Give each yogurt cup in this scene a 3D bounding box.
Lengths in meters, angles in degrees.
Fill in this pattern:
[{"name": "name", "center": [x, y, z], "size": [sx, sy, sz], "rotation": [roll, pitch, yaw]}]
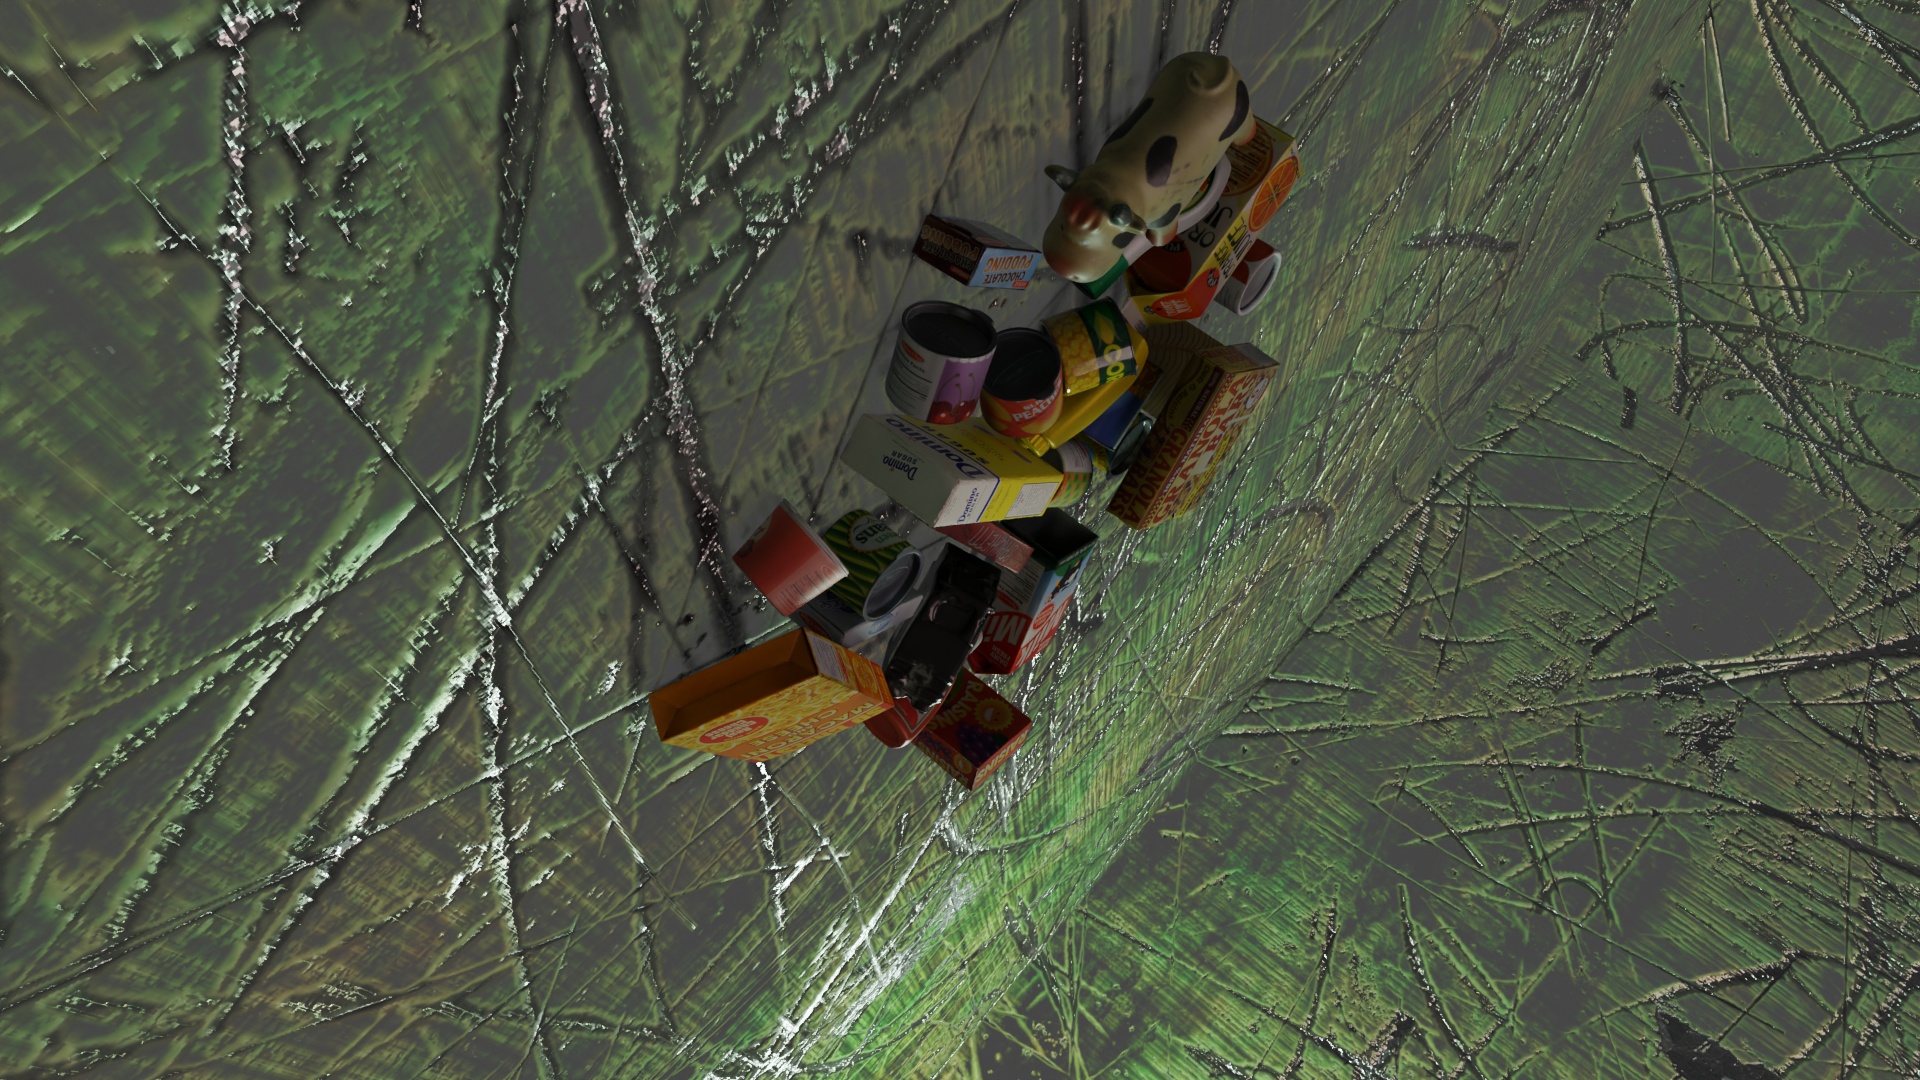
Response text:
[{"name": "yogurt cup", "center": [-0.117, 0.014, 0.941], "size": [0.054, 0.072, 0.072], "rotation": [-42, 157, -6]}]

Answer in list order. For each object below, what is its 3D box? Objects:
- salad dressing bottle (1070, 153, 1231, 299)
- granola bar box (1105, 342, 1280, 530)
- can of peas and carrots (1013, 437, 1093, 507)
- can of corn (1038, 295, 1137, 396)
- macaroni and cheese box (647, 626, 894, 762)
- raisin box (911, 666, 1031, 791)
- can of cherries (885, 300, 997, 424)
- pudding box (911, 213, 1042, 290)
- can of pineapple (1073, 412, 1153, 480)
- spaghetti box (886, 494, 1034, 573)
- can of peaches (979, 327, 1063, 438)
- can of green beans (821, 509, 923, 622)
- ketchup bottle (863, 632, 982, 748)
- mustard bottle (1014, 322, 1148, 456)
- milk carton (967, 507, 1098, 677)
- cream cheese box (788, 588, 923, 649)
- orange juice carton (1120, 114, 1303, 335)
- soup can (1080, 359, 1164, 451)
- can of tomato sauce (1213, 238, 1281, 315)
[{"name": "salad dressing bottle", "center": [0.144, -0.252, 1.082], "size": [0.147, 0.064, 0.044], "rotation": [-46, 168, 1]}, {"name": "granola bar box", "center": [0.207, -0.092, 1.229], "size": [0.124, 0.039, 0.164], "rotation": [-17, 140, -55]}, {"name": "can of peas and carrots", "center": [0.073, -0.059, 1.217], "size": [0.070, 0.071, 0.059], "rotation": [-60, 157, 16]}, {"name": "can of corn", "center": [0.100, -0.151, 1.101], "size": [0.058, 0.071, 0.071], "rotation": [-19, 152, -4]}, {"name": "macaroni and cheese box", "center": [-0.134, 0.119, 1.022], "size": [0.123, 0.040, 0.166], "rotation": [-24, 160, 9]}, {"name": "raisin box", "center": [-0.007, 0.168, 1.319], "size": [0.086, 0.123, 0.039], "rotation": [-35, 152, -39]}, {"name": "can of cherries", "center": [-0.012, -0.121, 0.943], "size": [0.072, 0.071, 0.058], "rotation": [-32, 150, -43]}, {"name": "pudding box", "center": [0.011, -0.189, 0.912], "size": [0.084, 0.050, 0.030], "rotation": [-14, 134, -60]}, {"name": "can of pineapple", "center": [0.136, -0.100, 1.294], "size": [0.071, 0.058, 0.070], "rotation": [-43, 156, -24]}, {"name": "spaghetti box", "center": [0.004, -0.015, 1.164], "size": [0.028, 0.050, 0.250], "rotation": [-54, 159, 3]}, {"name": "can of peaches", "center": [0.047, -0.118, 1.064], "size": [0.071, 0.071, 0.057], "rotation": [-47, 159, -16]}, {"name": "can of green beans", "center": [-0.071, 0.018, 1.048], "size": [0.071, 0.058, 0.071], "rotation": [-43, 156, -24]}, {"name": "ketchup bottle", "center": [-0.034, 0.125, 1.289], "size": [0.043, 0.064, 0.149], "rotation": [-33, -171, 48]}, {"name": "mustard bottle", "center": [0.086, -0.119, 1.161], "size": [0.160, 0.065, 0.048], "rotation": [-46, 159, -3]}, {"name": "milk carton", "center": [0.057, 0.059, 1.352], "size": [0.073, 0.073, 0.189], "rotation": [-29, 148, -48]}, {"name": "cream cheese box", "center": [-0.081, 0.050, 1.082], "size": [0.104, 0.053, 0.024], "rotation": [-24, 146, -52]}, {"name": "orange juice carton", "center": [0.198, -0.258, 1.159], "size": [0.192, 0.073, 0.072], "rotation": [-54, 159, 4]}, {"name": "soup can", "center": [0.128, -0.132, 1.223], "size": [0.083, 0.071, 0.071], "rotation": [-58, 158, 8]}, {"name": "can of tomato sauce", "center": [0.233, -0.249, 1.232], "size": [0.071, 0.083, 0.070], "rotation": [-43, 157, -24]}]
